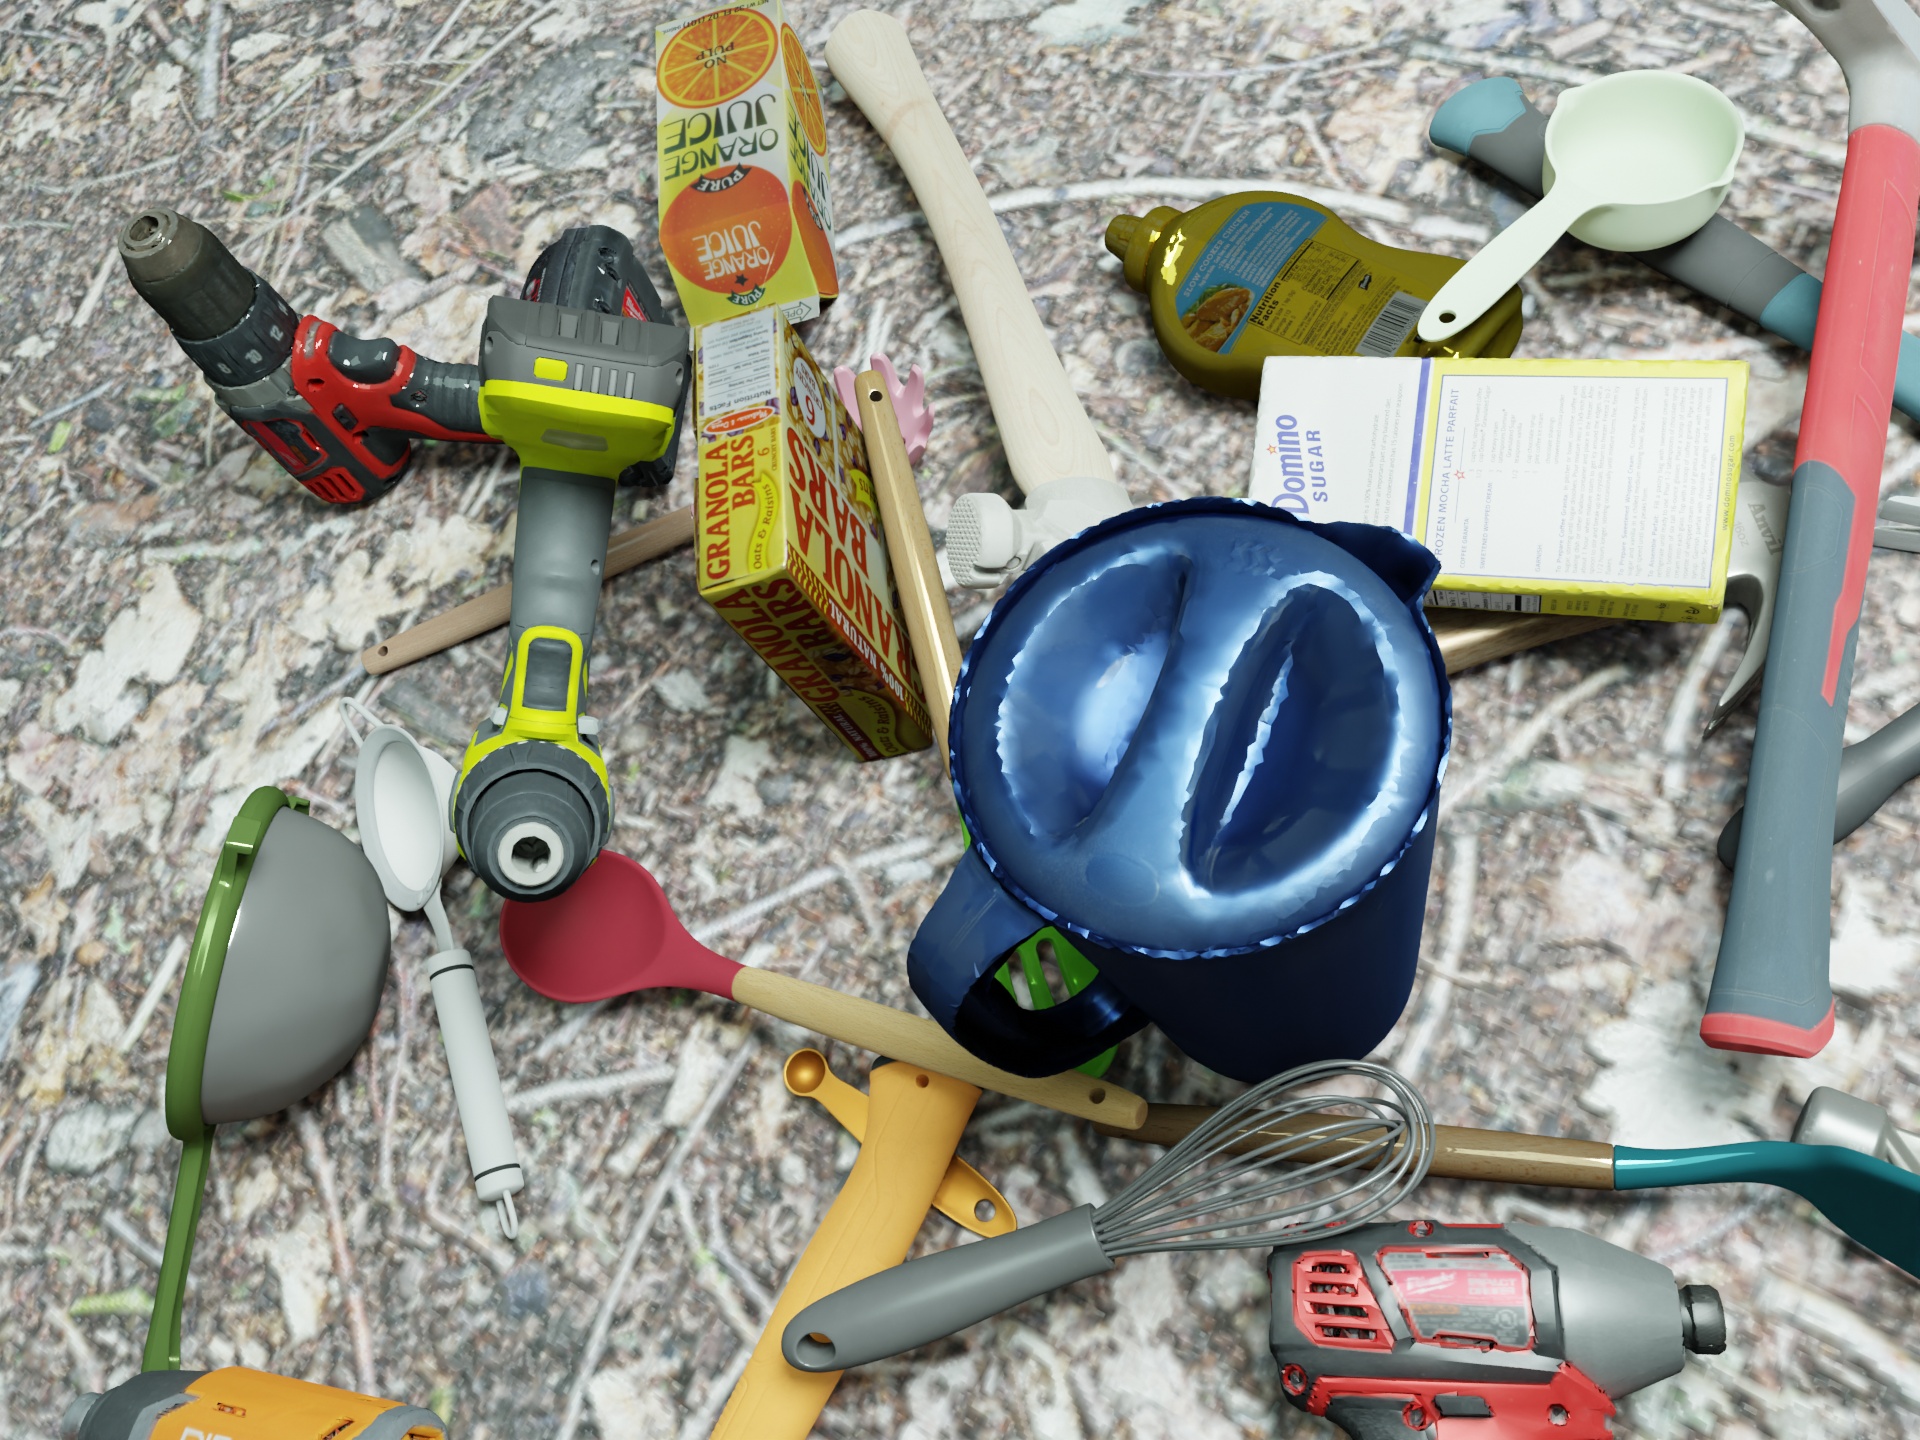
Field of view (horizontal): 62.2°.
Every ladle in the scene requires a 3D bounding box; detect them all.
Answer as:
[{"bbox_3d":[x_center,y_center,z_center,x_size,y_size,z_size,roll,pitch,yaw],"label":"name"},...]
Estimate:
[{"bbox_3d":[-0.066,0.109,0.627,0.315,0.031,0.069,11,66,34],"label":"ladle"}]

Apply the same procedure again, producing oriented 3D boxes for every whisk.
[{"bbox_3d":[0.395,-0.027,0.567,0.284,0.070,0.070,-34,61,5],"label":"whisk"},{"bbox_3d":[0.045,0.173,0.540,0.239,0.055,0.055,-24,61,9],"label":"whisk"}]

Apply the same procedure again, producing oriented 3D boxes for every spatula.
[{"bbox_3d":[0.194,0.159,0.541,0.317,0.082,0.044,0,54,24],"label":"spatula"}]

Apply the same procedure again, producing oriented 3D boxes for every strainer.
[{"bbox_3d":[-0.226,0.102,0.705,0.087,0.050,0.259,-42,60,41],"label":"strainer"},{"bbox_3d":[-0.292,0.159,0.679,0.069,0.151,0.256,11,88,-15],"label":"strainer"}]

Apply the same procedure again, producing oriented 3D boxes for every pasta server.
[{"bbox_3d":[-0.155,-0.090,0.773,0.316,0.040,0.060,-22,72,7],"label":"pasta server"}]

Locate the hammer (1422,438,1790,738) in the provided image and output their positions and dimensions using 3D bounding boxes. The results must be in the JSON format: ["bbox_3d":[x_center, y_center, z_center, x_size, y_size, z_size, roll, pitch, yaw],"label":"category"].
[{"bbox_3d":[0.172,-0.023,0.645,0.331,0.031,0.130,-18,62,9],"label":"hammer"}]

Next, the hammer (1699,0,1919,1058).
[{"bbox_3d":[0.294,-0.079,0.551,0.038,0.143,0.386,-6,64,56],"label":"hammer"}]

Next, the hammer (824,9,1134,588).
[{"bbox_3d":[0.017,-0.218,0.763,0.146,0.038,0.411,-2,52,-22],"label":"hammer"}]

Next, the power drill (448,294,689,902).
[{"bbox_3d":[-0.162,-0.045,0.635,0.080,0.191,0.228,6,95,-15],"label":"power drill"}]

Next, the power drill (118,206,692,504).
[{"bbox_3d":[-0.263,-0.179,0.766,0.227,0.187,0.080,-2,64,12],"label":"power drill"}]

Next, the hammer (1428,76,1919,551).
[{"bbox_3d":[0.336,-0.185,0.670,0.128,0.033,0.331,-41,61,-5],"label":"hammer"}]

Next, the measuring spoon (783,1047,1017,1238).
[{"bbox_3d":[-0.024,0.168,0.631,0.117,0.011,0.021,32,80,23],"label":"measuring spoon"}]

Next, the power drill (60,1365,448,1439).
[{"bbox_3d":[-0.299,0.359,0.587,0.164,0.084,0.227,4,63,19],"label":"power drill"}]

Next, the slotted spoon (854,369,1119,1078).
[{"bbox_3d":[-0.001,-0.002,0.650,0.070,0.031,0.314,-11,76,-13],"label":"slotted spoon"}]

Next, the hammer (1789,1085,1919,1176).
[{"bbox_3d":[0.402,0.008,0.510,0.149,0.036,0.359,20,88,25],"label":"hammer"}]

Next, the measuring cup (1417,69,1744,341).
[{"bbox_3d":[0.250,-0.201,0.659,0.167,0.038,0.083,-42,61,-8],"label":"measuring cup"}]

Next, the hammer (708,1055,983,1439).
[{"bbox_3d":[-0.074,0.276,0.574,0.127,0.034,0.337,22,76,25],"label":"hammer"}]

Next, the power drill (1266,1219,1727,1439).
[{"bbox_3d":[0.170,0.267,0.488,0.143,0.078,0.220,-5,62,15],"label":"power drill"}]
